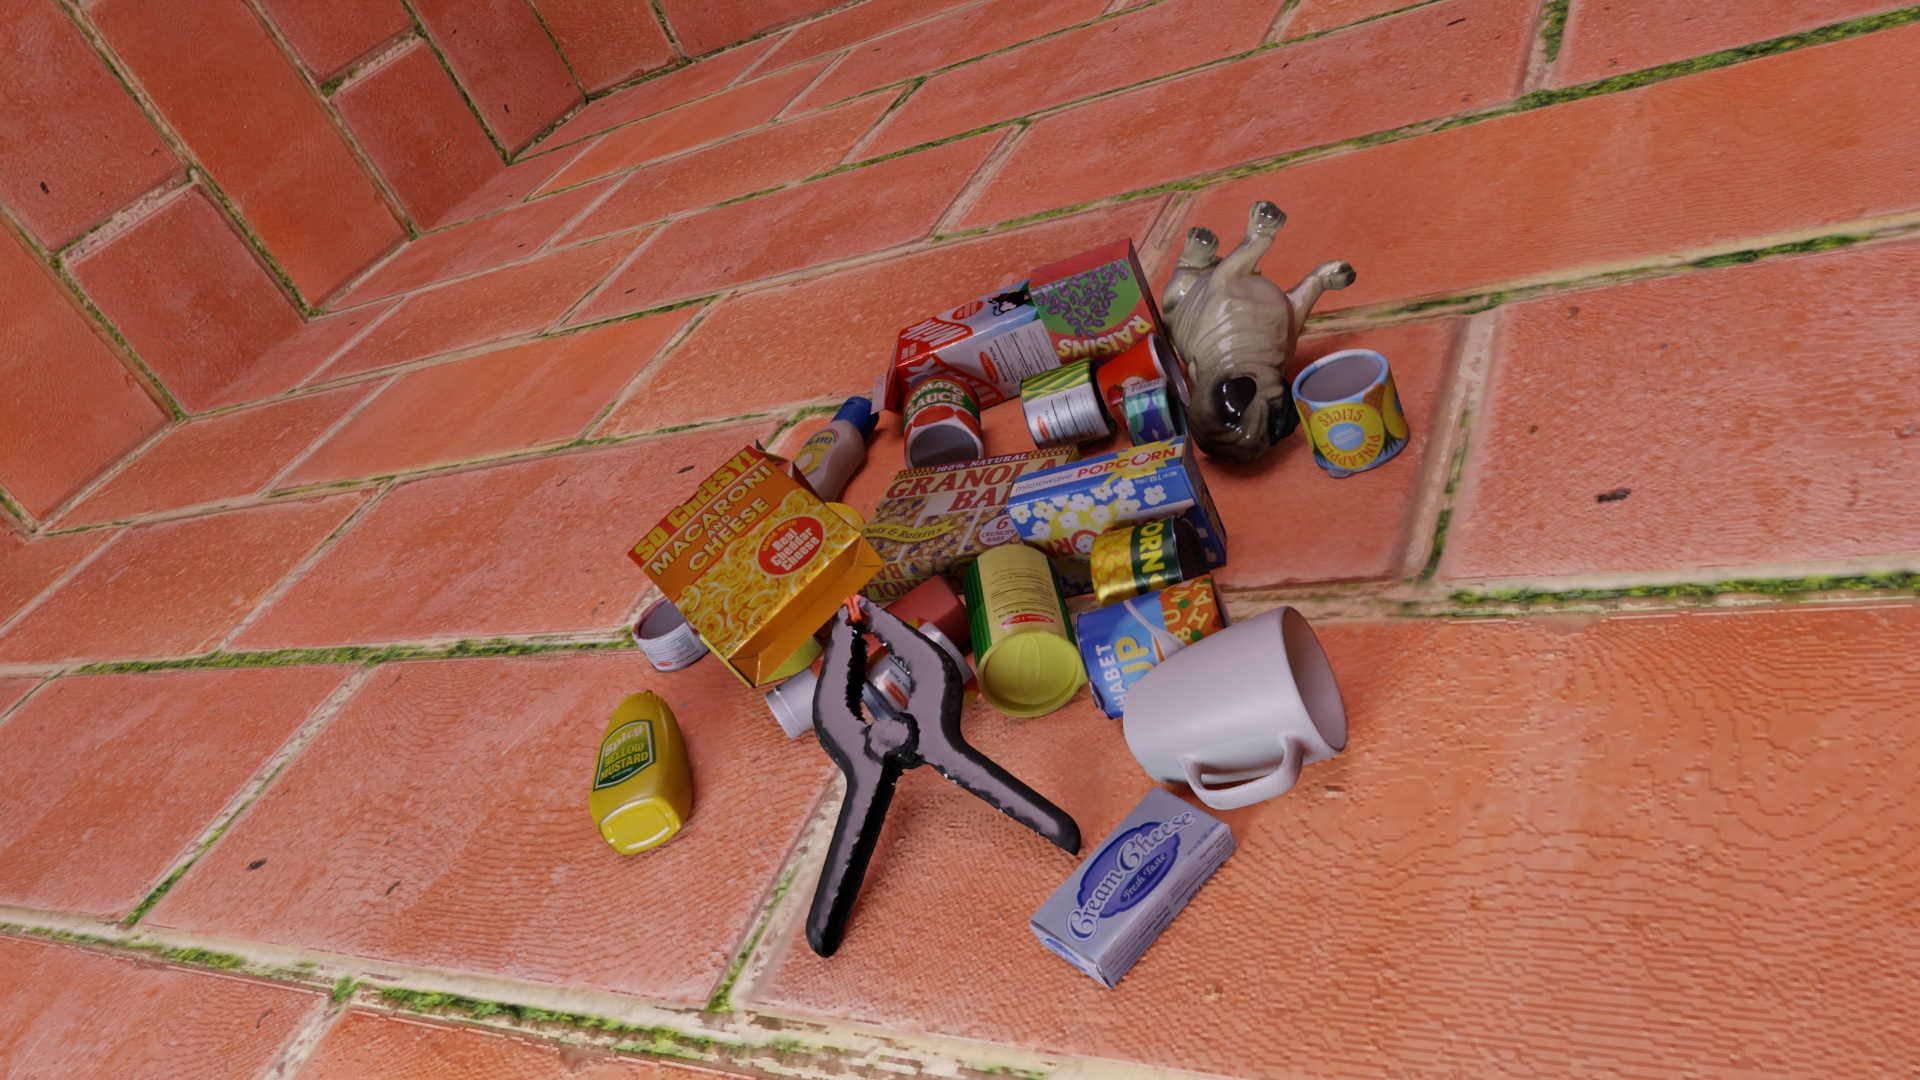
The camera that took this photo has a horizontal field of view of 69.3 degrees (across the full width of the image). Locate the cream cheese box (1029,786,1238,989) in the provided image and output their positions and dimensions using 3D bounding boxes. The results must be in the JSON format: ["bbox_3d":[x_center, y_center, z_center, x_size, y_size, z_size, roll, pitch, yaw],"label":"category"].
[{"bbox_3d":[0.090,0.176,0.715,0.104,0.024,0.053,-41,33,-21],"label":"cream cheese box"}]

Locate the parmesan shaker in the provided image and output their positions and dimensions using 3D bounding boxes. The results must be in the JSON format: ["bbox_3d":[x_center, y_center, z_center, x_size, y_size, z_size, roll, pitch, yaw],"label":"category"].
[{"bbox_3d":[0.041,0.056,0.896,0.071,0.071,0.103,-23,30,8],"label":"parmesan shaker"}]

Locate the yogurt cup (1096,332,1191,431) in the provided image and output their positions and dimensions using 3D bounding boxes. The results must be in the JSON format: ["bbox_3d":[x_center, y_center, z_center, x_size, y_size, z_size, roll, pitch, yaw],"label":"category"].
[{"bbox_3d":[0.142,-0.120,1.082,0.054,0.072,0.073,-25,30,21],"label":"yogurt cup"}]

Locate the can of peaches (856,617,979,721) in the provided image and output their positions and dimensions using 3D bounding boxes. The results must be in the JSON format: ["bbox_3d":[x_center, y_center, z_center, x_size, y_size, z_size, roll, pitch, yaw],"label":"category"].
[{"bbox_3d":[-0.030,0.092,0.898,0.058,0.071,0.071,-39,32,-18],"label":"can of peaches"}]

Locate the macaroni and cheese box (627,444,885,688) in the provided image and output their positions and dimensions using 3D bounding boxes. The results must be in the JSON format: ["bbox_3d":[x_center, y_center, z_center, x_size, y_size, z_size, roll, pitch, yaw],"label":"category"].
[{"bbox_3d":[-0.148,0.012,0.983,0.124,0.040,0.167,-44,44,-10],"label":"macaroni and cheese box"}]

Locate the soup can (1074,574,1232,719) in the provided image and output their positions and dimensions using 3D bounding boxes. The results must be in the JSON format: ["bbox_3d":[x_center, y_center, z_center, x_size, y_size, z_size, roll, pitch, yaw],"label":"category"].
[{"bbox_3d":[0.118,0.064,0.819,0.083,0.071,0.072,-19,32,15],"label":"soup can"}]

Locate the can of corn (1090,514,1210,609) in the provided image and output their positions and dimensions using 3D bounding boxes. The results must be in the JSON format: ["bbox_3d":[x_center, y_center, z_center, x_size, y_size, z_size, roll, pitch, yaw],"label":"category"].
[{"bbox_3d":[0.120,0.020,0.880,0.058,0.071,0.071,-14,33,24],"label":"can of corn"}]

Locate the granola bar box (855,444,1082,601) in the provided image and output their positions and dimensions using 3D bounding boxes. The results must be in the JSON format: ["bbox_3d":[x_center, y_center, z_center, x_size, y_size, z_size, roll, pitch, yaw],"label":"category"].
[{"bbox_3d":[0.004,-0.013,1.053,0.165,0.039,0.125,-7,36,31],"label":"granola bar box"}]

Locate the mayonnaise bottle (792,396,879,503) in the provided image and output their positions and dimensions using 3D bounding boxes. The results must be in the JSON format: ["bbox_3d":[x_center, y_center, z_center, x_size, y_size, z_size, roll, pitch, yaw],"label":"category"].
[{"bbox_3d":[-0.119,-0.072,1.237,0.064,0.041,0.149,-7,37,35],"label":"mayonnaise bottle"}]

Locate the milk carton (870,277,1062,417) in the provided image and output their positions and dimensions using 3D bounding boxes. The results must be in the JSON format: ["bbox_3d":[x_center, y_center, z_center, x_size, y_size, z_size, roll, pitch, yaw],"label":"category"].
[{"bbox_3d":[0.007,-0.163,1.243,0.190,0.073,0.073,-20,31,13],"label":"milk carton"}]

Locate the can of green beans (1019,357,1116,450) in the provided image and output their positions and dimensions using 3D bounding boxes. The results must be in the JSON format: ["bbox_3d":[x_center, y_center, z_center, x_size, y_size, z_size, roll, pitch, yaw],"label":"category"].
[{"bbox_3d":[0.086,-0.106,1.101,0.058,0.071,0.071,-16,32,18],"label":"can of green beans"}]

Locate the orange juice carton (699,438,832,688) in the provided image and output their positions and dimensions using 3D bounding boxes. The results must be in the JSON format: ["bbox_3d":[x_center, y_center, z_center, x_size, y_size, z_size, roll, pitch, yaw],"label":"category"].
[{"bbox_3d":[-0.145,0.009,1.067,0.073,0.071,0.194,-19,45,16],"label":"orange juice carton"}]

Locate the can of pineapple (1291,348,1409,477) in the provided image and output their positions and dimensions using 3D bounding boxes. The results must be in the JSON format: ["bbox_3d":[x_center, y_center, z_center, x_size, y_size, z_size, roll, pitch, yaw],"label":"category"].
[{"bbox_3d":[0.263,-0.087,0.939,0.071,0.057,0.071,-20,32,13],"label":"can of pineapple"}]

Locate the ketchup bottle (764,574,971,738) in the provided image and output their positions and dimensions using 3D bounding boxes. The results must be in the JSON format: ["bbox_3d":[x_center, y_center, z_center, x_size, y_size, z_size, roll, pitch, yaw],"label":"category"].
[{"bbox_3d":[-0.063,0.081,0.960,0.149,0.043,0.065,-32,24,-6],"label":"ketchup bottle"}]

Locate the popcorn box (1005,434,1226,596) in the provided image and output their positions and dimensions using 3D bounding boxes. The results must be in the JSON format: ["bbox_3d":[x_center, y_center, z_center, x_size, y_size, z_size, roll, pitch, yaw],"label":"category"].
[{"bbox_3d":[0.104,-0.014,0.929,0.126,0.085,0.038,-13,33,24],"label":"popcorn box"}]

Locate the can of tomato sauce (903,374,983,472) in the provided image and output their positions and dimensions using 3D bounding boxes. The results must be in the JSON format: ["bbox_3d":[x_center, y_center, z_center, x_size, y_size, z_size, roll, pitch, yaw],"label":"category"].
[{"bbox_3d":[-0.015,-0.092,1.157,0.071,0.071,0.083,-22,31,11],"label":"can of tomato sauce"}]

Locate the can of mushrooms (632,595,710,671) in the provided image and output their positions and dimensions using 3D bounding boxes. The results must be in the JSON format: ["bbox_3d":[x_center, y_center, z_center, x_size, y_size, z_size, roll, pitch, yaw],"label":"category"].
[{"bbox_3d":[-0.228,0.070,1.120,0.071,0.033,0.071,-21,32,14],"label":"can of mushrooms"}]

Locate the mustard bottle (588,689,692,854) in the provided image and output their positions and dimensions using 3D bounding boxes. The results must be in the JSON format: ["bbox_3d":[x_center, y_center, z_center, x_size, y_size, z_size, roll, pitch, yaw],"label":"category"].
[{"bbox_3d":[-0.226,0.151,0.981,0.065,0.048,0.161,-25,31,2],"label":"mustard bottle"}]

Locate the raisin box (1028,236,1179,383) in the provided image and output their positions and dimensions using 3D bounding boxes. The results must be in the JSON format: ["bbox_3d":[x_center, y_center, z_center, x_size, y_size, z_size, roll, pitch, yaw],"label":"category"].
[{"bbox_3d":[0.117,-0.171,1.118,0.086,0.123,0.040,-16,33,19],"label":"raisin box"}]

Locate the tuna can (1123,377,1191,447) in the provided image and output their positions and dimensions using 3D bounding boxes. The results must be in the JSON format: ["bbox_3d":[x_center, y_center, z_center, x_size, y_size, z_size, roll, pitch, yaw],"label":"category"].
[{"bbox_3d":[0.146,-0.083,1.022,0.033,0.070,0.071,-15,33,20],"label":"tuna can"}]
